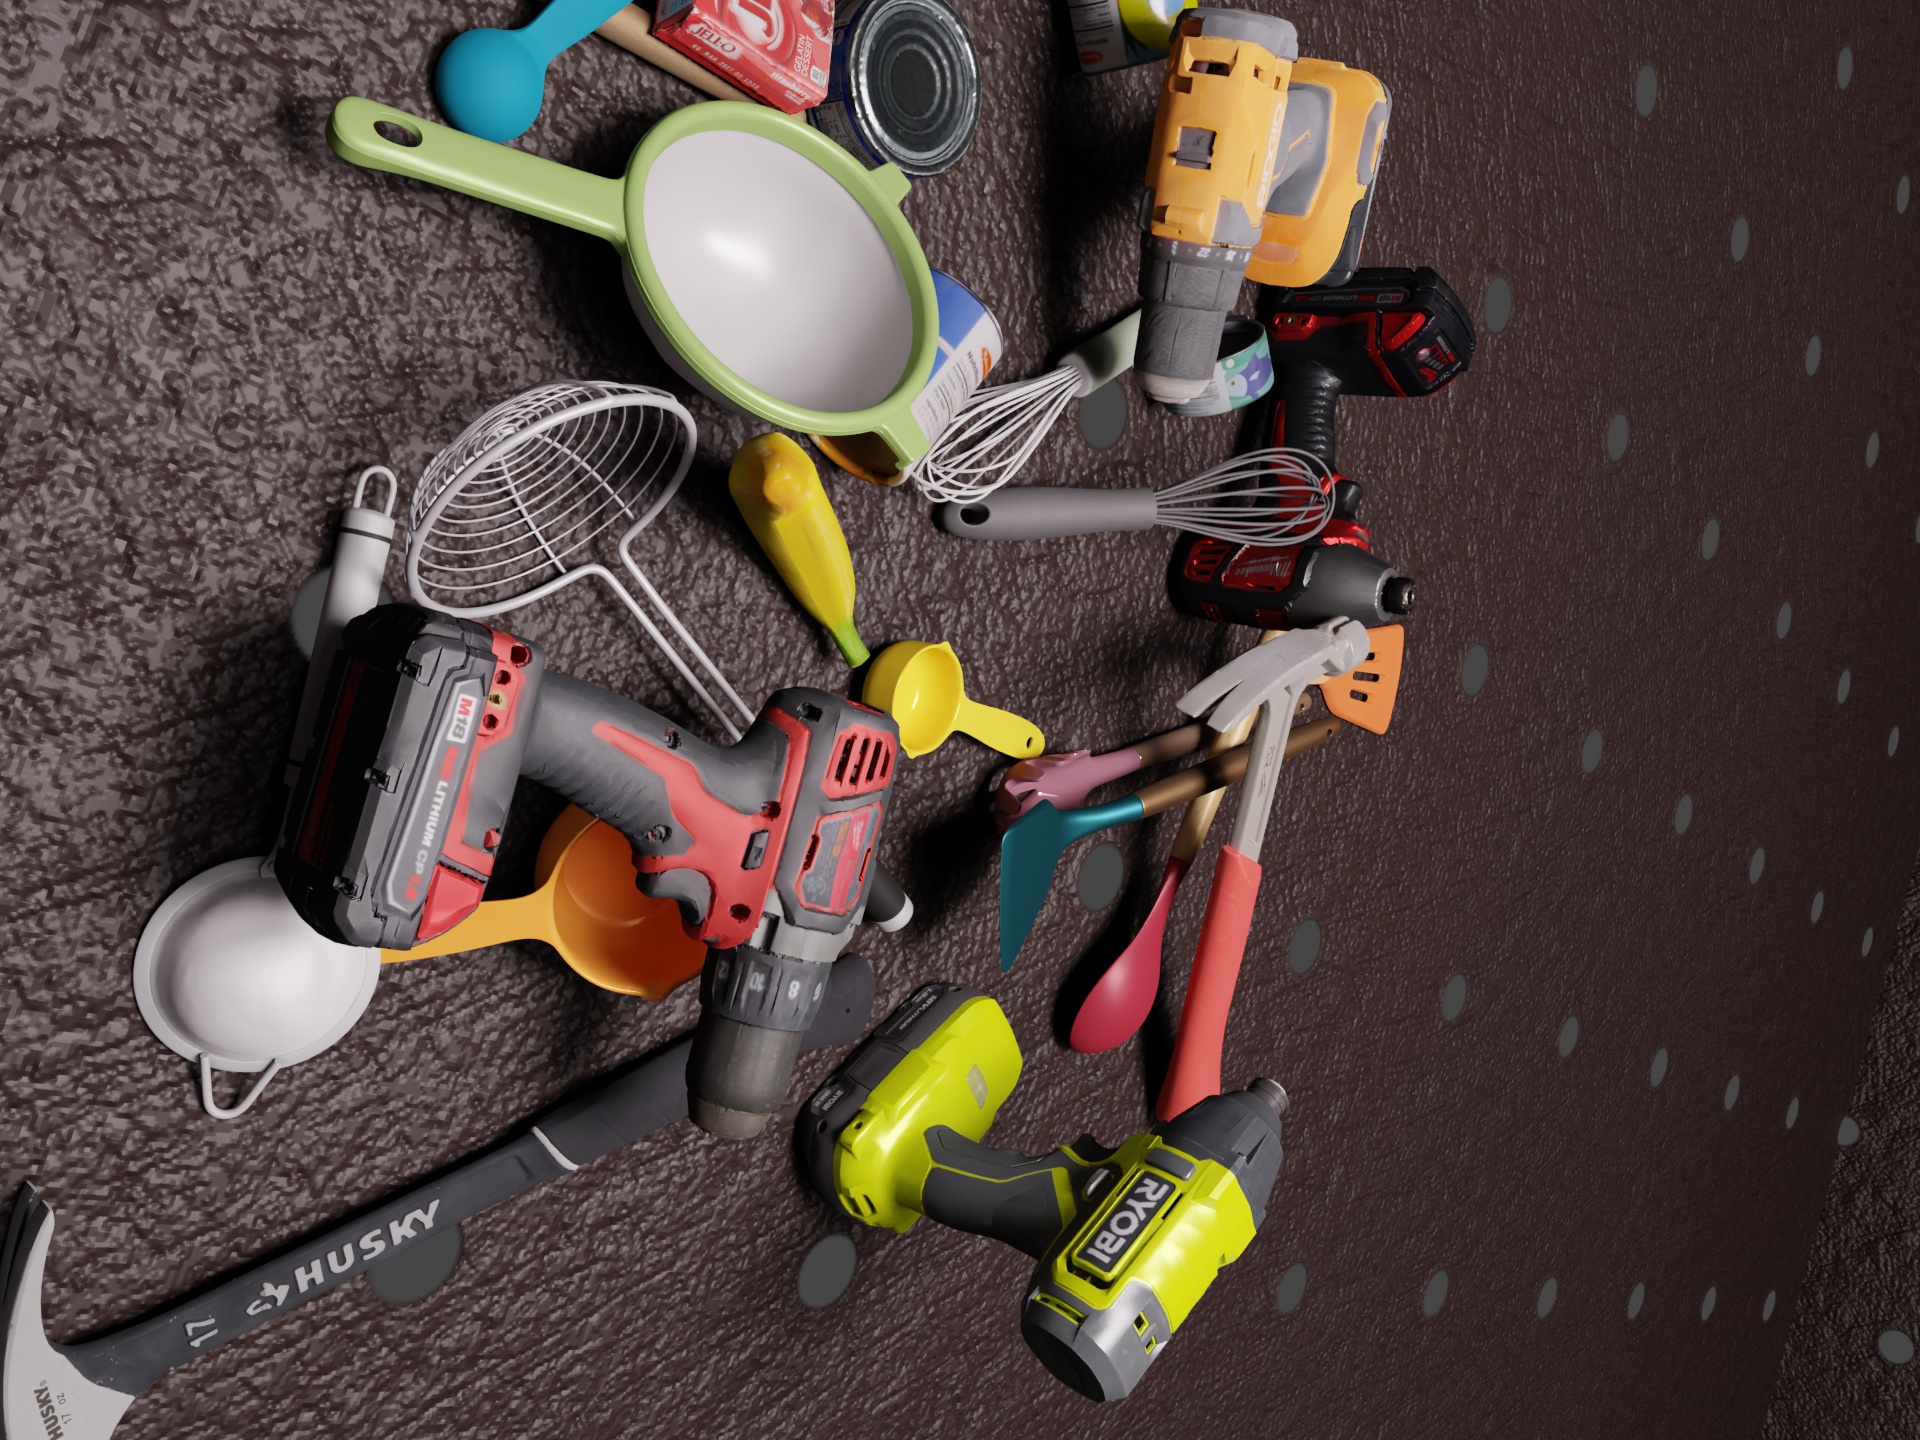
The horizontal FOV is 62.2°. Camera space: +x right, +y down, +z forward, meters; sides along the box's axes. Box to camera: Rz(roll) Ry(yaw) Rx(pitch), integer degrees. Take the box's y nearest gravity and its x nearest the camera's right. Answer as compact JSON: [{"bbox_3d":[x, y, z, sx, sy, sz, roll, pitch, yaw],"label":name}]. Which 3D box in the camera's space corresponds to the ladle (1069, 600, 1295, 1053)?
[{"bbox_3d":[0.144,0.061,0.972,0.069,0.031,0.315,31,81,-57],"label":"ladle"}]

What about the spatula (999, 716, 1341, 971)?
[{"bbox_3d":[0.125,0.047,0.905,0.317,0.044,0.082,-19,119,-37],"label":"spatula"}]

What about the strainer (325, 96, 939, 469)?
[{"bbox_3d":[-0.130,-0.185,0.645,0.256,0.069,0.152,9,67,-34],"label":"strainer"}]

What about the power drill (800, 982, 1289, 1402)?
[{"bbox_3d":[0.042,0.217,0.797,0.171,0.223,0.080,-42,126,-30],"label":"power drill"}]

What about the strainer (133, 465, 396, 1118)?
[{"bbox_3d":[-0.248,0.029,0.601,0.086,0.050,0.258,13,87,-31],"label":"strainer"}]

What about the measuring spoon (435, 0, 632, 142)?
[{"bbox_3d":[-0.147,-0.272,0.617,0.128,0.021,0.042,-45,137,-9],"label":"measuring spoon"}]

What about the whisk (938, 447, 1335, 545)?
[{"bbox_3d":[0.100,-0.118,0.863,0.239,0.055,0.055,-6,105,-21],"label":"whisk"}]

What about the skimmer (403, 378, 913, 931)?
[{"bbox_3d":[-0.102,0.000,0.700,0.127,0.090,0.362,-37,129,-3],"label":"skimmer"}]

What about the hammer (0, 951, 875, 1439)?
[{"bbox_3d":[-0.196,0.190,0.692,0.409,0.036,0.149,-22,113,-40],"label":"hammer"}]

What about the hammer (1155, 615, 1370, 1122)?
[{"bbox_3d":[0.154,0.114,0.939,0.149,0.037,0.358,-27,135,-41],"label":"hammer"}]

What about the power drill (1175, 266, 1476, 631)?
[{"bbox_3d":[0.225,-0.155,0.951,0.078,0.143,0.220,31,76,-50],"label":"power drill"}]

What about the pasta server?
[{"bbox_3d":[0.127,0.020,0.969,0.316,0.040,0.060,-16,120,-43],"label":"pasta server"}]

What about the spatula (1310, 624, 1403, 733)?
[{"bbox_3d":[0.236,-0.031,1.023,0.322,0.041,0.081,-1,101,-66],"label":"spatula"}]

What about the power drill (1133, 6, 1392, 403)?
[{"bbox_3d":[0.156,-0.270,0.851,0.226,0.084,0.185,-30,132,-59],"label":"power drill"}]

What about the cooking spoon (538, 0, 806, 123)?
[{"bbox_3d":[-0.182,-0.295,0.603,0.318,0.017,0.069,13,93,-45],"label":"cooking spoon"}]

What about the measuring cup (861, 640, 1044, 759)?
[{"bbox_3d":[-0.001,-0.003,0.852,0.156,0.029,0.062,23,83,-57],"label":"measuring cup"}]

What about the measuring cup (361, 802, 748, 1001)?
[{"bbox_3d":[-0.179,0.074,0.677,0.173,0.052,0.095,-7,106,-22],"label":"measuring cup"}]

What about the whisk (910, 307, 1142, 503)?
[{"bbox_3d":[0.055,-0.181,0.849,0.246,0.059,0.057,-39,159,-37],"label":"whisk"}]

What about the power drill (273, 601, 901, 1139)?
[{"bbox_3d":[-0.134,0.062,0.612,0.226,0.080,0.188,17,88,-38],"label":"power drill"}]
